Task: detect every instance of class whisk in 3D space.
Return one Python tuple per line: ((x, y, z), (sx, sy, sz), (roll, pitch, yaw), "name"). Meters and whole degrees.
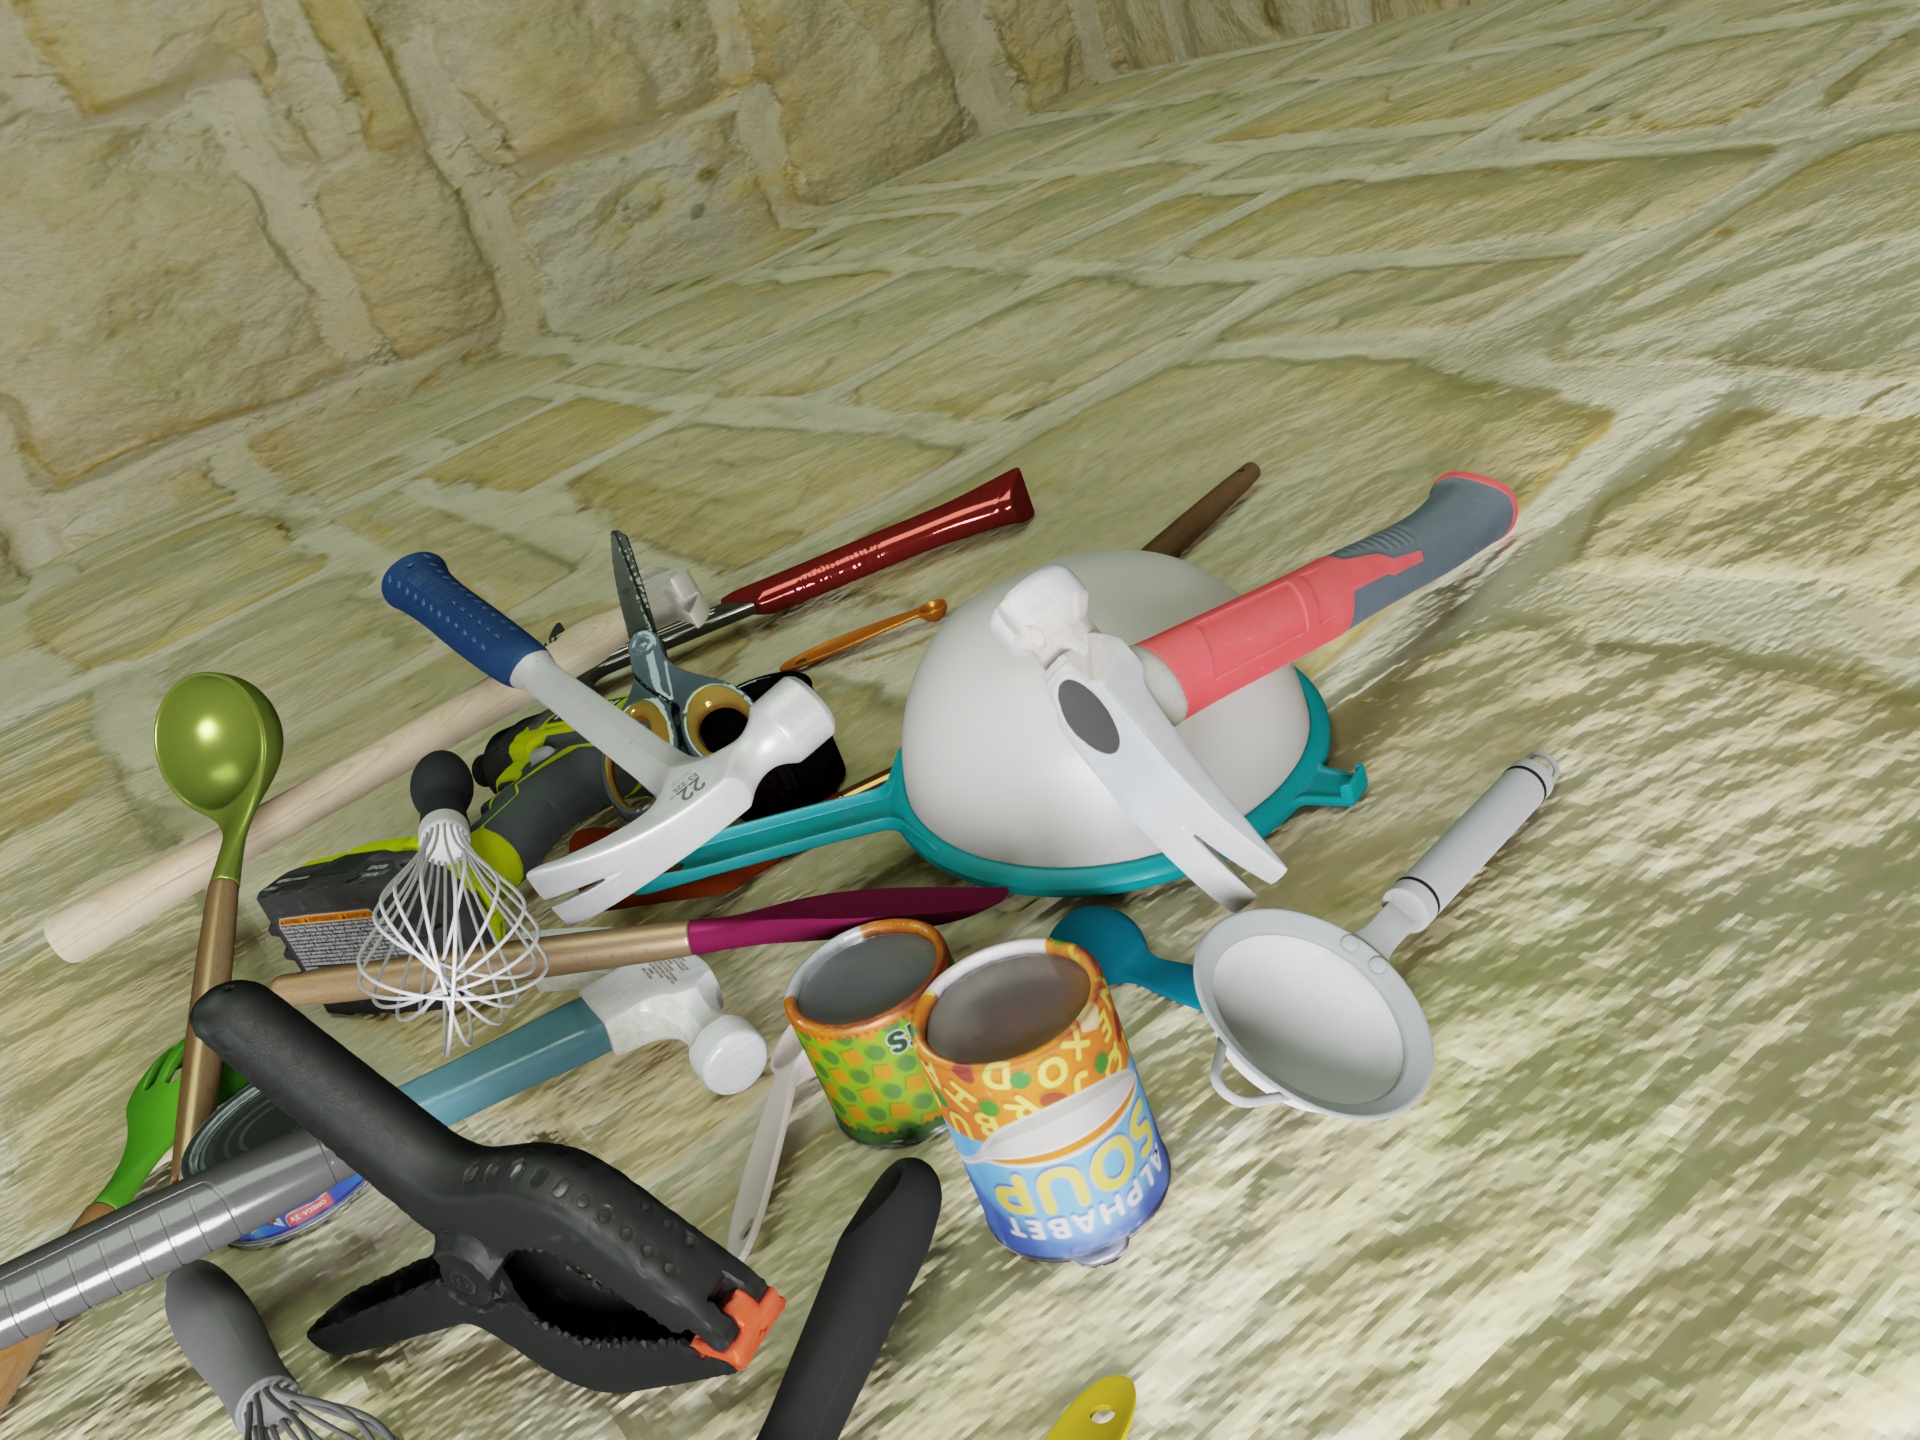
((-0.242, 0.235, 0.551), (0.055, 0.055, 0.239), (-36, 26, -29), "whisk")
((-0.055, 0.221, 0.431), (0.073, 0.073, 0.296), (-10, 22, 22), "whisk")
((-0.222, 0.062, 0.685), (0.070, 0.070, 0.285), (-26, 22, -11), "whisk")

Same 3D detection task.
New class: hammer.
((-0.224, -0.020, 0.827), (0.144, 0.035, 0.406), (-41, 38, -17), "hammer")
((-0.249, 0.171, 0.626), (0.331, 0.033, 0.128), (-24, 33, -25), "hammer")
((-0.120, -0.097, 1.120), (0.359, 0.036, 0.149), (-23, 26, -4), "hammer")
((0.175, -0.044, 0.712), (0.386, 0.143, 0.038), (-25, -18, -47), "hammer")
((-0.333, 0.022, 0.925), (0.410, 0.038, 0.146), (-31, 14, -11), "hammer")

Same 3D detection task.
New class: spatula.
((0.092, -0.078, 0.947), (0.060, 0.018, 0.316), (12, 41, 41), "spatula")
((-0.039, 0.026, 0.814), (0.322, 0.041, 0.081), (-24, 30, -9), "spatula")

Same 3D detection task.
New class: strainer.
((-0.001, -0.002, 0.734), (0.340, 0.095, 0.211), (-15, 32, -4), "strainer")
((0.160, 0.073, 0.577), (0.087, 0.050, 0.258), (40, 49, 20), "strainer")

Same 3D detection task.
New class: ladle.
((-0.381, 0.099, 0.794), (0.078, 0.062, 0.321), (-36, 44, 18), "ladle")

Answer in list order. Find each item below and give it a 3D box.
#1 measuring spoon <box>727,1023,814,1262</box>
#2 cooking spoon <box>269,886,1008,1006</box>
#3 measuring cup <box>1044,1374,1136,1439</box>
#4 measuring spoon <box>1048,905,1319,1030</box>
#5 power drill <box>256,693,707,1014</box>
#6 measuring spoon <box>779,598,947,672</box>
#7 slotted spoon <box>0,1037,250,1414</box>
((-0.066, 0.158, 0.609), (0.034, 0.018, 0.124), (-40, 21, 31), "measuring spoon")
((-0.137, 0.095, 0.667), (0.319, 0.017, 0.069), (-8, 3, 6), "cooking spoon")
((0.014, 0.230, 0.406), (0.062, 0.029, 0.156), (-3, 19, 31), "measuring cup")
((0.082, 0.093, 0.614), (0.129, 0.021, 0.042), (10, 39, 46), "measuring spoon")
((-0.260, 0.062, 0.872), (0.171, 0.080, 0.223), (-9, 24, 33), "power drill")
((-0.062, -0.051, 1.021), (0.117, 0.011, 0.021), (-21, 26, 7), "measuring spoon")
((-0.379, 0.231, 0.682), (0.070, 0.031, 0.314), (-11, 28, 9), "slotted spoon")
